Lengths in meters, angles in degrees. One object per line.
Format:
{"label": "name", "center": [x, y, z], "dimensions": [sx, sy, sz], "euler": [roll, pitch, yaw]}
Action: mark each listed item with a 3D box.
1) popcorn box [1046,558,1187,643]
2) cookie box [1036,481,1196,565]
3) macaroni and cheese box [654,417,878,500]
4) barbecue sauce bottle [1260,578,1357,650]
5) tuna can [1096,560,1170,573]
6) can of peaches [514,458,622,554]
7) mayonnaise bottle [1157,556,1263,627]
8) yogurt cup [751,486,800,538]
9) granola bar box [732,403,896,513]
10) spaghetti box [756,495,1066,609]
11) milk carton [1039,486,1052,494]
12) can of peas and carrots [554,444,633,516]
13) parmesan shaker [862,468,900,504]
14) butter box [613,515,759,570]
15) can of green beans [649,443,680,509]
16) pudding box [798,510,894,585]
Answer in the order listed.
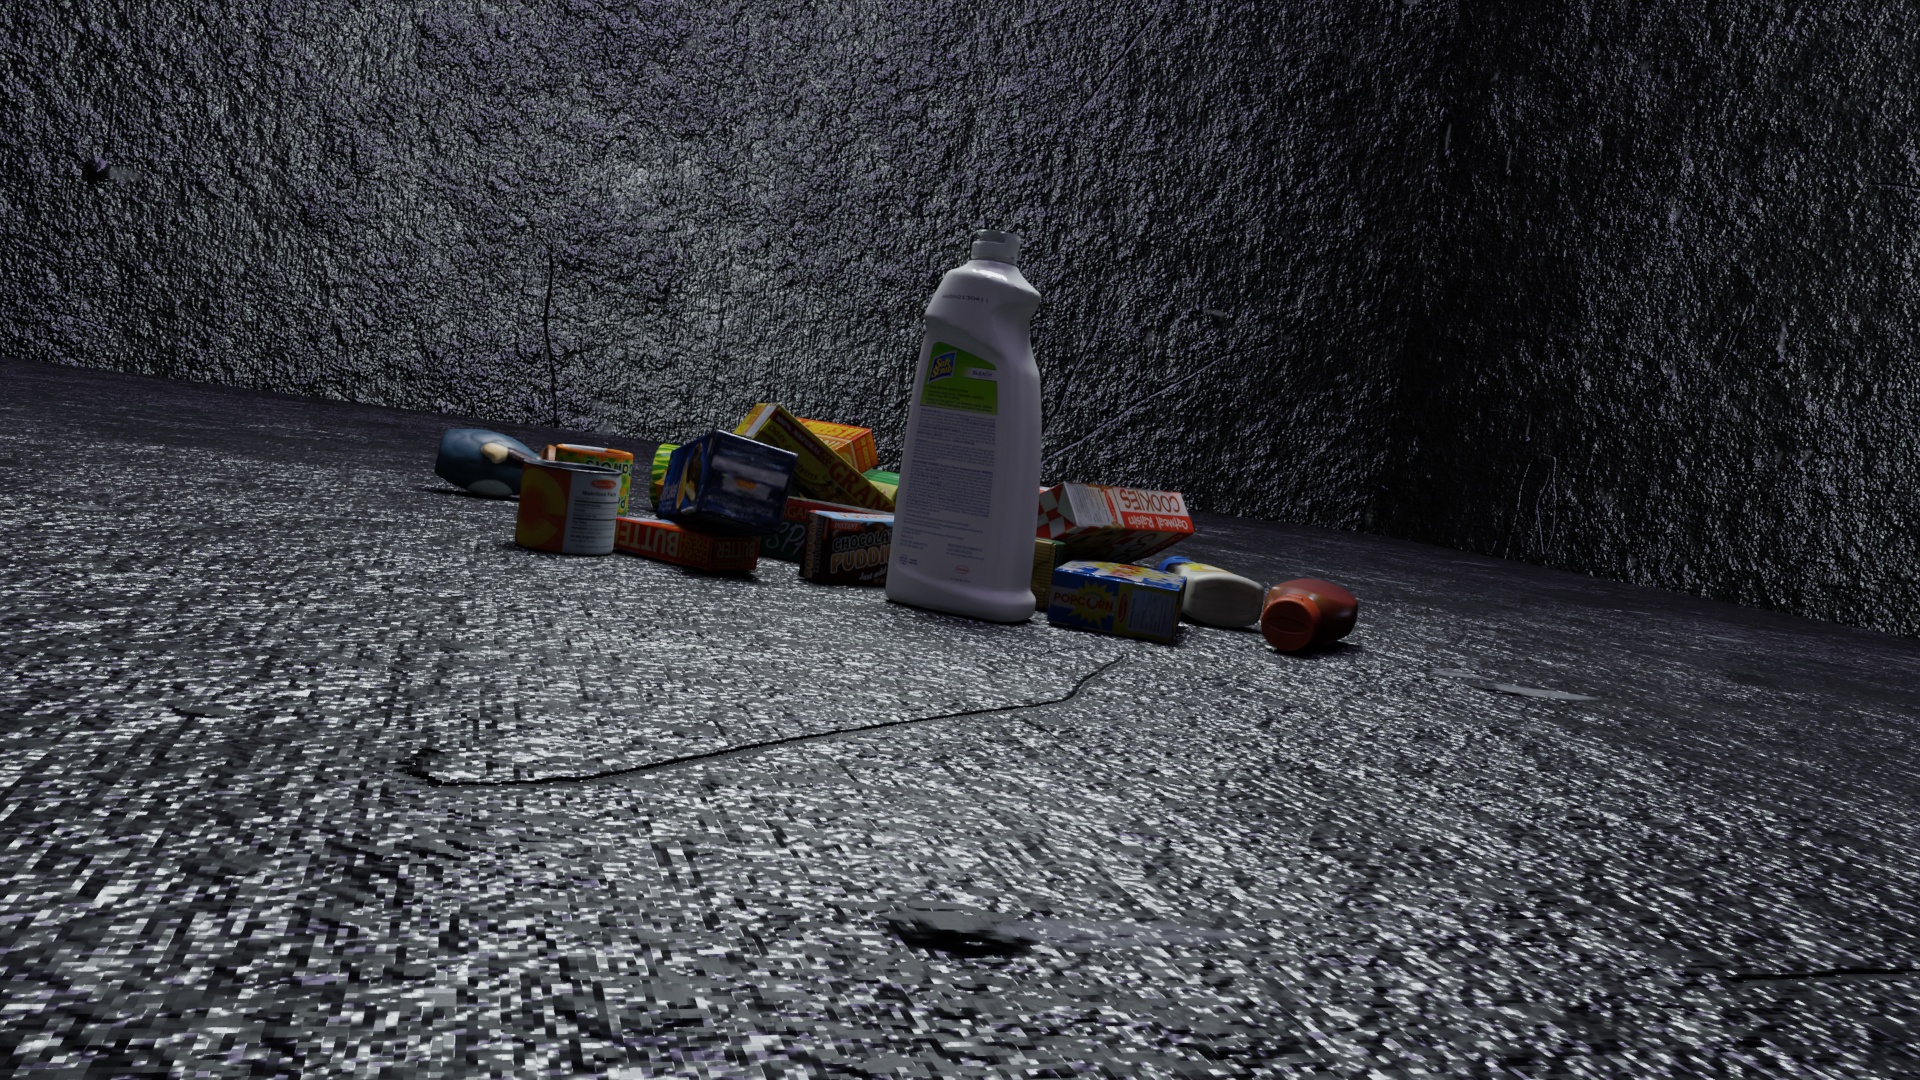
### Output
{"label": "popcorn box", "center": [0.112, 0.040, 0.972], "dimensions": [0.085, 0.038, 0.127], "euler": [10, 4, 11]}
{"label": "cookie box", "center": [0.091, -0.001, 1.105], "dimensions": [0.122, 0.040, 0.168], "euler": [-28, -19, 36]}
{"label": "macaroni and cheese box", "center": [-0.177, -0.061, 1.284], "dimensions": [0.124, 0.040, 0.167], "euler": [12, 33, 40]}
{"label": "barbecue sauce bottle", "center": [0.249, 0.054, 1.008], "dimensions": [0.065, 0.043, 0.149], "euler": [13, 7, 21]}
{"label": "tuna can", "center": [0.126, 0.036, 1.080], "dimensions": [0.071, 0.033, 0.071], "euler": [8, 4, 0]}
{"label": "can of peaches", "center": [-0.271, -0.023, 0.955], "dimensions": [0.071, 0.058, 0.071], "euler": [7, 4, 0]}
{"label": "mayonnaise bottle", "center": [0.191, 0.038, 1.111], "dimensions": [0.065, 0.041, 0.148], "euler": [8, 5, -7]}
{"label": "yogurt cup", "center": [-0.162, -0.025, 1.145], "dimensions": [0.072, 0.072, 0.054], "euler": [9, -4, 9]}
{"label": "granola bar box", "center": [-0.111, -0.047, 1.165], "dimensions": [0.165, 0.039, 0.124], "euler": [41, -6, -16]}
{"label": "spaghetti box", "center": [-0.042, 0.006, 1.049], "dimensions": [0.250, 0.050, 0.029], "euler": [10, 2, 24]}
{"label": "milk carton", "center": [0.041, -0.020, 1.377], "dimensions": [0.072, 0.073, 0.191], "euler": [11, 6, 36]}
{"label": "can of peas and carrots", "center": [-0.317, -0.050, 1.200], "dimensions": [0.071, 0.058, 0.071], "euler": [8, 5, -1]}
{"label": "parmesan shaker", "center": [-0.078, -0.043, 1.455], "dimensions": [0.071, 0.071, 0.103], "euler": [5, 5, -40]}
{"label": "butter box", "center": [-0.198, 0.001, 0.983], "dimensions": [0.103, 0.024, 0.053], "euler": [11, 4, 29]}
{"label": "can of green beans", "center": [-0.268, -0.059, 1.360], "dimensions": [0.058, 0.071, 0.071], "euler": [8, 4, 1]}
{"label": "pudding box", "center": [-0.073, 0.005, 0.997], "dimensions": [0.030, 0.049, 0.084], "euler": [14, 7, 44]}
